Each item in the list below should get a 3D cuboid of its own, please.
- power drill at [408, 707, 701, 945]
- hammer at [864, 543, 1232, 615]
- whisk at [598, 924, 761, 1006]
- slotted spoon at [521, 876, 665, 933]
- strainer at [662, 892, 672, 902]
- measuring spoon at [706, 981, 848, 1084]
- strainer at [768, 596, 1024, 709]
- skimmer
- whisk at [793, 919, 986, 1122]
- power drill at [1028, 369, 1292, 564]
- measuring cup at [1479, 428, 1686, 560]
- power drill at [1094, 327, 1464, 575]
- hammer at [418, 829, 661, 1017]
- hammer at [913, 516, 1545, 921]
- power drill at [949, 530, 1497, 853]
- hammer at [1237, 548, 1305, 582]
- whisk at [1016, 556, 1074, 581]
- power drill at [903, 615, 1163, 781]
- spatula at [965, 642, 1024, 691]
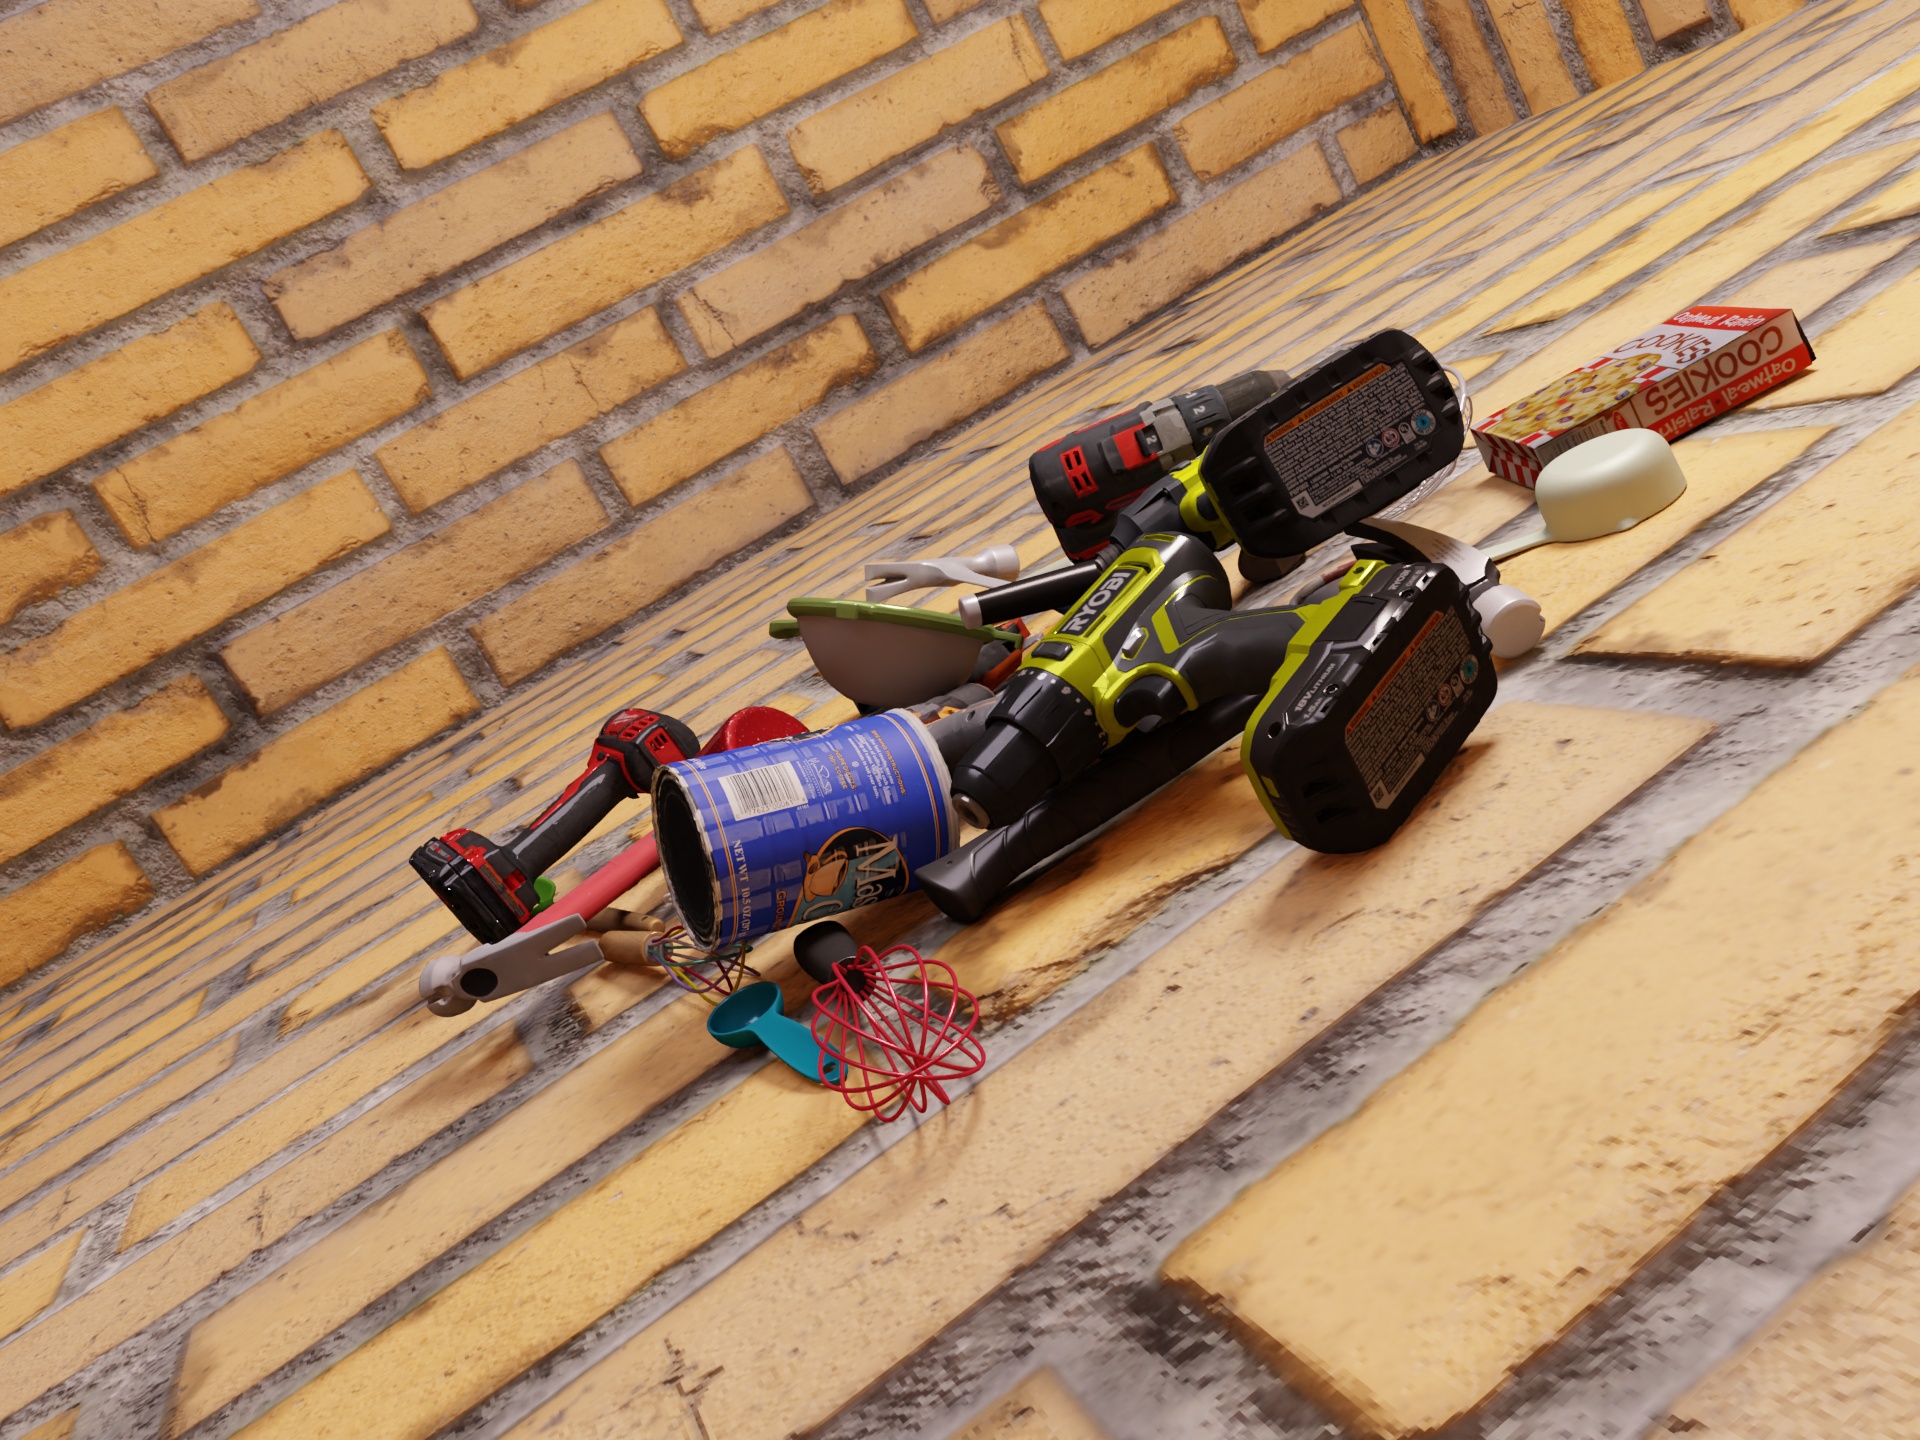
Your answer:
[{"bbox_3d":[-0.311,0.072,1.241,0.220,0.078,0.143,-41,23,-19],"label":"power drill"},{"bbox_3d":[0.064,-0.087,1.160,0.144,0.035,0.406,-10,15,-25],"label":"hammer"},{"bbox_3d":[-0.179,0.143,0.968,0.051,0.047,0.245,-23,5,-29],"label":"whisk"},{"bbox_3d":[-0.294,0.147,1.195,0.070,0.031,0.314,-38,19,-30],"label":"slotted spoon"},{"bbox_3d":[-0.089,0.072,1.037,0.087,0.050,0.258,-33,2,44],"label":"strainer"},{"bbox_3d":[-0.085,0.161,0.781,0.042,0.021,0.129,-35,25,-23],"label":"measuring spoon"},{"bbox_3d":[-0.081,-0.046,1.176,0.151,0.069,0.256,8,-3,-33],"label":"strainer"},{"bbox_3d":[0.167,-0.148,1.054,0.363,0.090,0.127,-17,23,-9],"label":"skimmer"},{"bbox_3d":[-0.048,0.126,0.746,0.073,0.073,0.296,-32,8,-10],"label":"whisk"},{"bbox_3d":[0.144,-0.185,1.157,0.188,0.080,0.226,-23,-4,3],"label":"power drill"},{"bbox_3d":[0.321,-0.119,0.905,0.167,0.038,0.083,-21,16,21],"label":"measuring cup"},{"bbox_3d":[0.171,-0.137,0.904,0.171,0.080,0.223,-32,5,-8],"label":"power drill"},{"bbox_3d":[-0.208,0.089,1.131,0.143,0.038,0.386,-22,10,30],"label":"hammer"},{"bbox_3d":[0.123,0.003,0.831,0.335,0.035,0.146,-32,32,1],"label":"hammer"},{"bbox_3d":[0.112,-0.009,0.753,0.190,0.080,0.229,-47,31,-23],"label":"power drill"},{"bbox_3d":[0.242,-0.184,1.290,0.146,0.038,0.411,-25,15,21],"label":"hammer"},{"bbox_3d":[0.109,-0.137,1.364,0.246,0.057,0.059,-23,45,37],"label":"whisk"},{"bbox_3d":[0.034,-0.006,0.997,0.226,0.084,0.185,-25,7,34],"label":"power drill"},{"bbox_3d":[-0.002,-0.004,1.167,0.322,0.041,0.081,-30,15,11],"label":"spatula"}]
